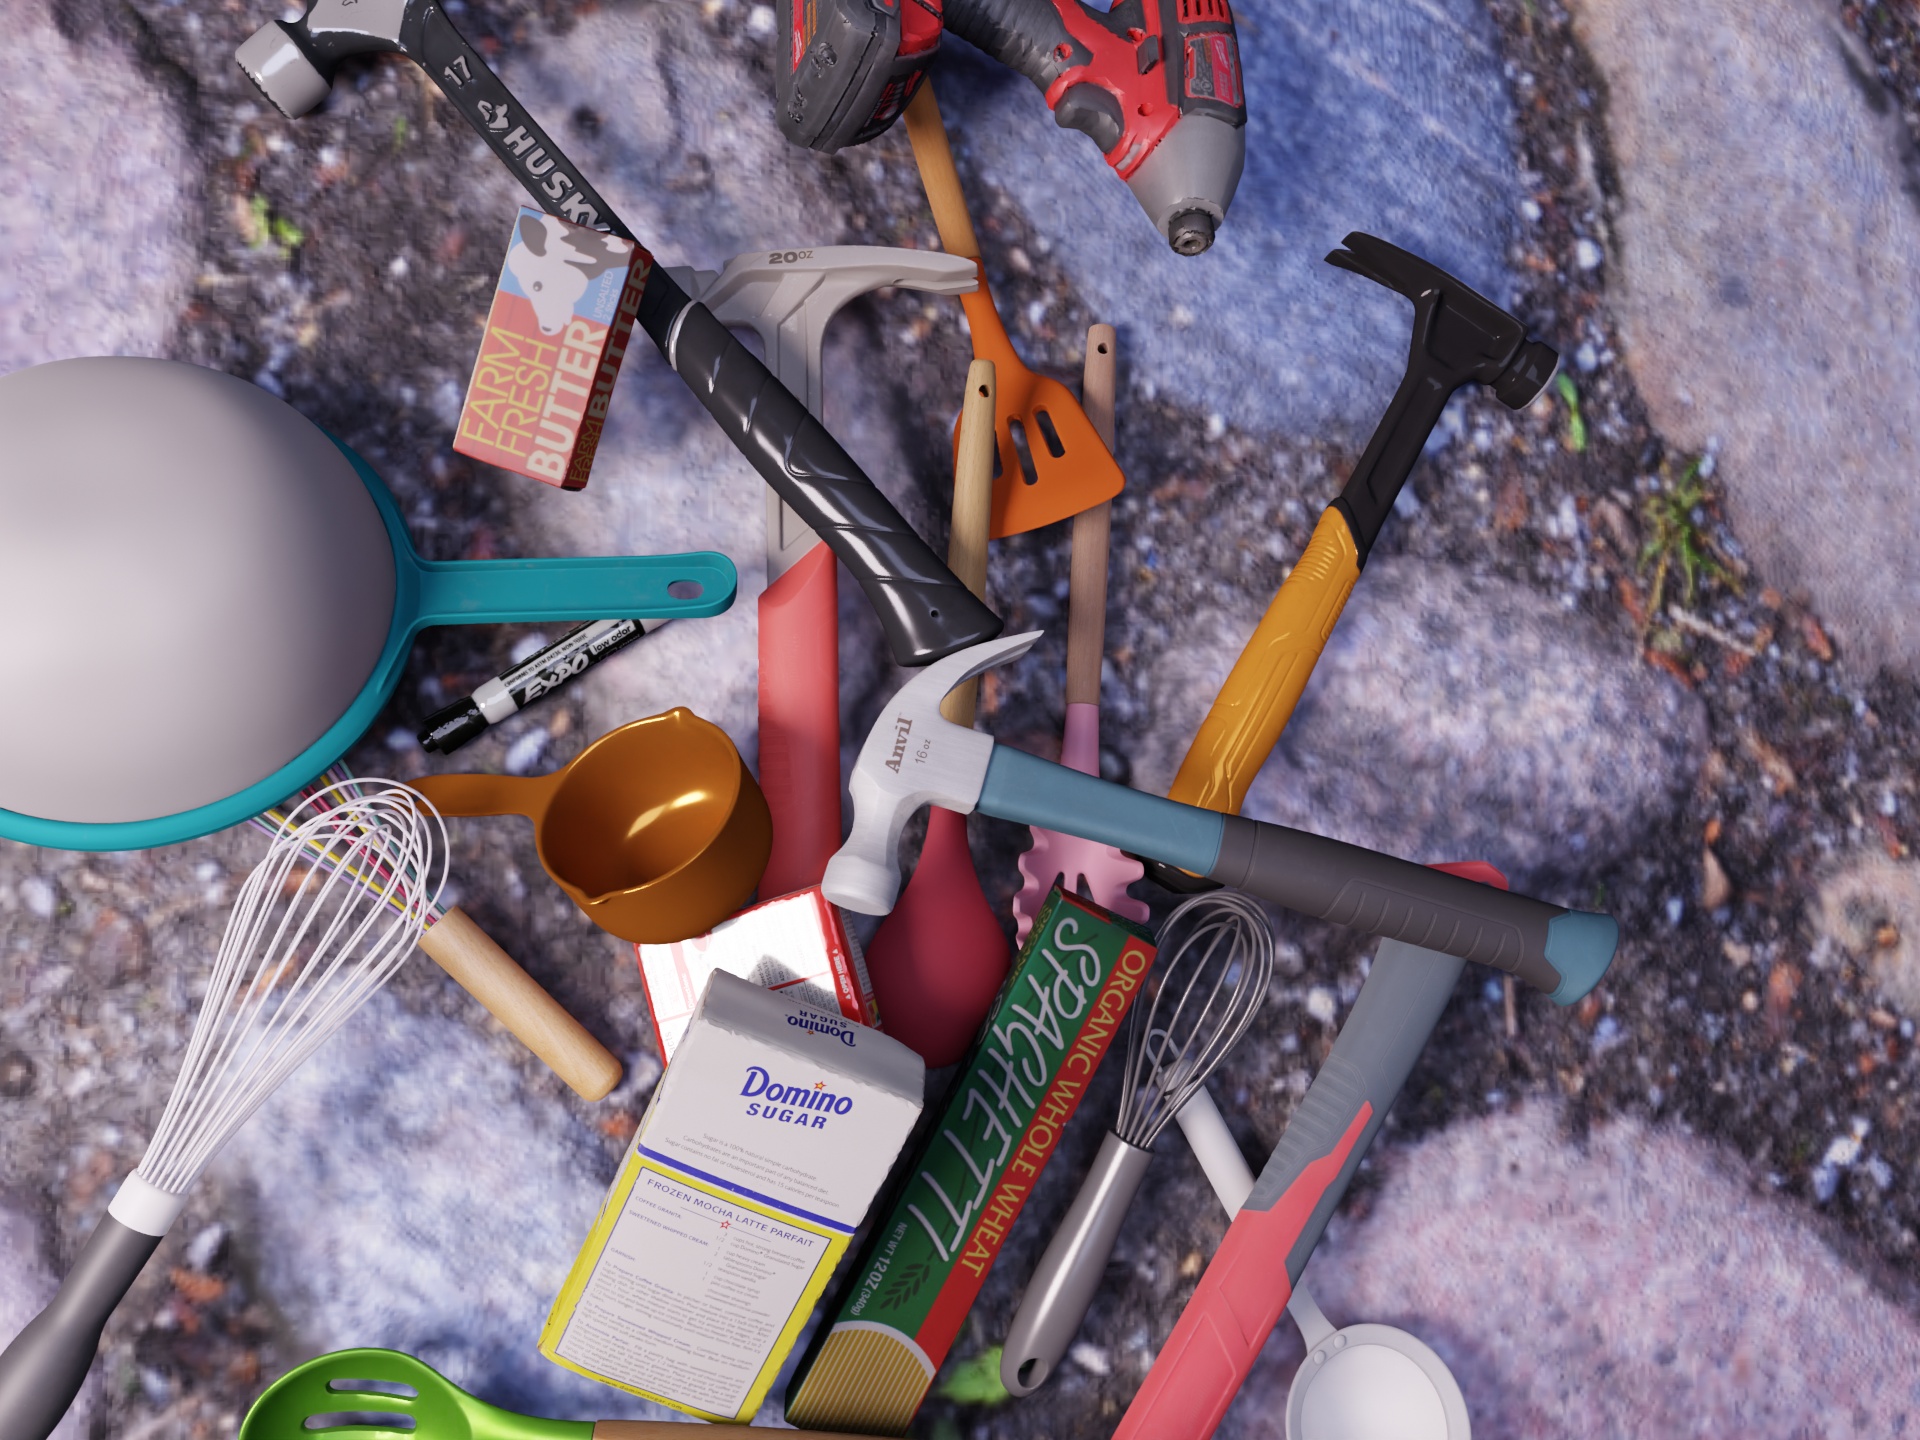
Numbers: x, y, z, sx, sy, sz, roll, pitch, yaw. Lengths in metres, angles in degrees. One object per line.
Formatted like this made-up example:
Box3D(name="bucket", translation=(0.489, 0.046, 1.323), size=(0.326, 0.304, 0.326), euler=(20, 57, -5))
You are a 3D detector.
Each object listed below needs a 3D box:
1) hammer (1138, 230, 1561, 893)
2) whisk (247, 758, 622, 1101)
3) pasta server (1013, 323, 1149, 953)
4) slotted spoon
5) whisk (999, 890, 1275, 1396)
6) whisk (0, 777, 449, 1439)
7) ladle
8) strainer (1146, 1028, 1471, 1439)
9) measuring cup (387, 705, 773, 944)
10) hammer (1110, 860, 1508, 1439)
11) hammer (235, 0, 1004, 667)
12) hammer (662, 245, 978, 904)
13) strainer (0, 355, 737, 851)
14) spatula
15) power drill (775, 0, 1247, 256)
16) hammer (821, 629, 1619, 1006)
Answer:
Box3D(name="hammer", translation=(0.167, -0.072, 0.762), size=(0.127, 0.034, 0.337), euler=(31, 78, -7))
Box3D(name="whisk", translation=(-0.231, 0.067, 0.659), size=(0.245, 0.047, 0.051), euler=(46, 78, -7))
Box3D(name="pasta server", translation=(0.059, -0.035, 0.733), size=(0.060, 0.040, 0.316), euler=(5, 80, -5))
Box3D(name="slotted spoon", translation=(-0.118, 0.287, 0.624), size=(0.313, 0.031, 0.070), euler=(5, 90, -3))
Box3D(name="whisk", translation=(0.071, 0.183, 0.690), size=(0.055, 0.055, 0.239), euler=(25, 90, -8))
Box3D(name="whisk", translation=(-0.279, 0.148, 0.586), size=(0.070, 0.070, 0.285), euler=(30, 80, -6))
Box3D(name="ladle", translation=(-0.001, -0.002, 0.700), size=(0.069, 0.031, 0.315), euler=(5, 88, -15))
Box3D(name="strainer", translation=(0.149, 0.254, 0.711), size=(0.087, 0.050, 0.258), euler=(-26, 82, -21))
Box3D(name="measuring cup", translation=(-0.157, 0.046, 0.657), size=(0.174, 0.052, 0.095), euler=(1, 52, 25))
Box3D(name="hammer", translation=(0.144, 0.234, 0.677), size=(0.143, 0.038, 0.386), euler=(32, 79, 5))
Box3D(name="hammer", translation=(-0.126, -0.182, 0.680), size=(0.149, 0.036, 0.409), euler=(-41, 85, -4))
Box3D(name="hammer", translation=(-0.062, -0.030, 0.697), size=(0.149, 0.036, 0.359), euler=(-2, 84, 2))
Box3D(name="strainer", translation=(-0.257, -0.066, 0.610), size=(0.340, 0.095, 0.211), euler=(-2, 64, -9))
Box3D(name="spatula", translation=(-0.005, -0.240, 0.745), size=(0.081, 0.041, 0.323), euler=(-17, 84, 8))
Box3D(name="power drill", translation=(0.032, -0.293, 0.719), size=(0.219, 0.078, 0.143), euler=(8, 68, -25))
Box3D(name="hammer", translation=(0.117, 0.057, 0.658), size=(0.331, 0.033, 0.128), euler=(17, 73, -7))
